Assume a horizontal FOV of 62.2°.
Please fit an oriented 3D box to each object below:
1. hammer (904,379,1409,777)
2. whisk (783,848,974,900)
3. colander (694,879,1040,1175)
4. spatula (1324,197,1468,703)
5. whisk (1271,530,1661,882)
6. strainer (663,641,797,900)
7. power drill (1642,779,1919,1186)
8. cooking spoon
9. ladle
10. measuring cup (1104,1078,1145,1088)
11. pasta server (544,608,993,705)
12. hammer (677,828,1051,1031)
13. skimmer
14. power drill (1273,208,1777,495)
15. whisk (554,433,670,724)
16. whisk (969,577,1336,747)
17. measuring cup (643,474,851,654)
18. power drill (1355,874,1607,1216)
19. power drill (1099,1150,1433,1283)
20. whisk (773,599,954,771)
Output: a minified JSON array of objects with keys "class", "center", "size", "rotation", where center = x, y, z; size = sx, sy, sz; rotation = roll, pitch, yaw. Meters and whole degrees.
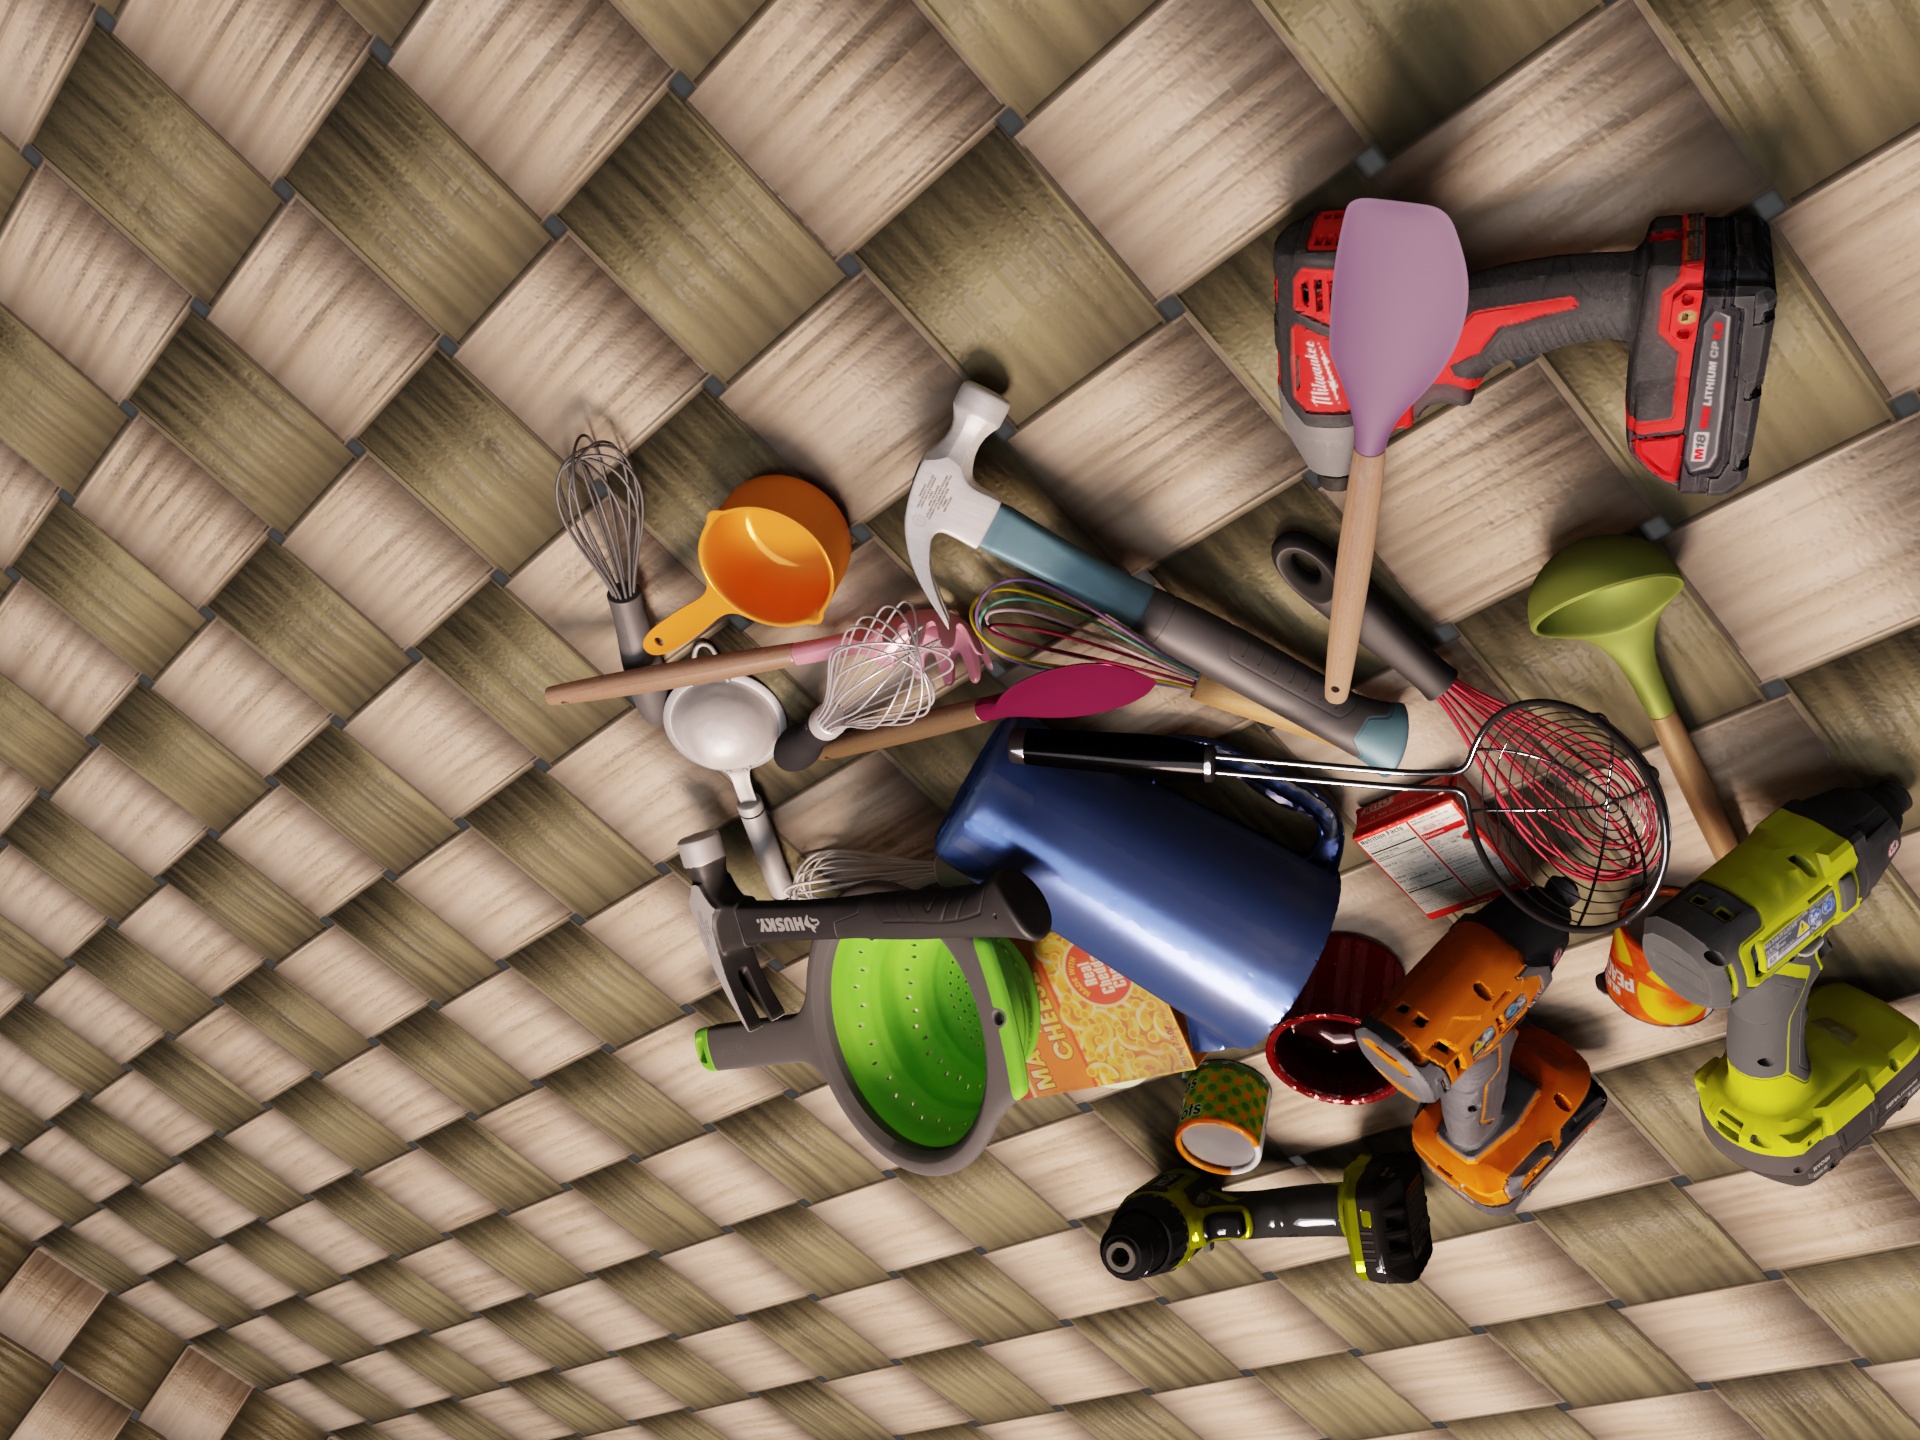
[{"class":"hammer","center":[0.117,-0.060,0.916],"size":[0.331,0.033,0.128],"rotation":[28,104,-8]},{"class":"whisk","center":[-0.020,0.109,1.140],"size":[0.246,0.058,0.059],"rotation":[-11,159,25]},{"class":"colander","center":[-0.063,0.221,1.173],"size":[0.397,0.094,0.204],"rotation":[-19,84,48]},{"class":"spatula","center":[0.203,-0.115,0.788],"size":[0.060,0.018,0.315],"rotation":[14,143,17]},{"class":"whisk","center":[0.289,-0.007,0.910],"size":[0.295,0.073,0.073],"rotation":[40,132,-7]},{"class":"strainer","center":[-0.152,0.057,1.146],"size":[0.087,0.050,0.258],"rotation":[-7,131,8]},{"class":"power drill","center":[0.487,0.149,0.918],"size":[0.080,0.171,0.223],"rotation":[40,161,54]},{"class":"cooking spoon","center":[-0.002,-0.003,0.986],"size":[0.068,0.017,0.319],"rotation":[16,161,-35]},{"class":"ladle","center":[0.403,0.021,0.890],"size":[0.078,0.062,0.319],"rotation":[-21,122,28]},{"class":"measuring cup","center":[0.128,0.220,1.178],"size":[0.083,0.038,0.167],"rotation":[26,136,-2]},{"class":"pasta server","center":[-0.132,-0.032,1.034],"size":[0.316,0.040,0.060],"rotation":[-8,156,18]},{"class":"hammer","center":[-0.068,0.136,1.056],"size":[0.335,0.035,0.146],"rotation":[-10,99,46]},{"class":"skimmer","center":[0.194,0.039,0.881],"size":[0.363,0.090,0.127],"rotation":[5,112,18]},{"class":"power drill","center":[0.262,-0.171,0.764],"size":[0.220,0.079,0.143],"rotation":[6,131,20]},{"class":"whisk","center":[-0.222,-0.085,1.046],"size":[0.055,0.055,0.238],"rotation":[9,137,13]},{"class":"whisk","center":[0.121,-0.027,0.962],"size":[0.245,0.047,0.051],"rotation":[19,117,-1]},{"class":"measuring cup","center":[-0.140,-0.092,1.002],"size":[0.173,0.052,0.095],"rotation":[-28,115,39]},{"class":"power drill","center":[0.343,0.203,1.007],"size":[0.084,0.164,0.226],"rotation":[37,165,45]},{"class":"power drill","center":[0.226,0.378,1.195],"size":[0.228,0.190,0.080],"rotation":[-10,82,23]},{"class":"whisk","center":[-0.073,-0.009,0.987],"size":[0.070,0.070,0.284],"rotation":[34,157,-10]}]
